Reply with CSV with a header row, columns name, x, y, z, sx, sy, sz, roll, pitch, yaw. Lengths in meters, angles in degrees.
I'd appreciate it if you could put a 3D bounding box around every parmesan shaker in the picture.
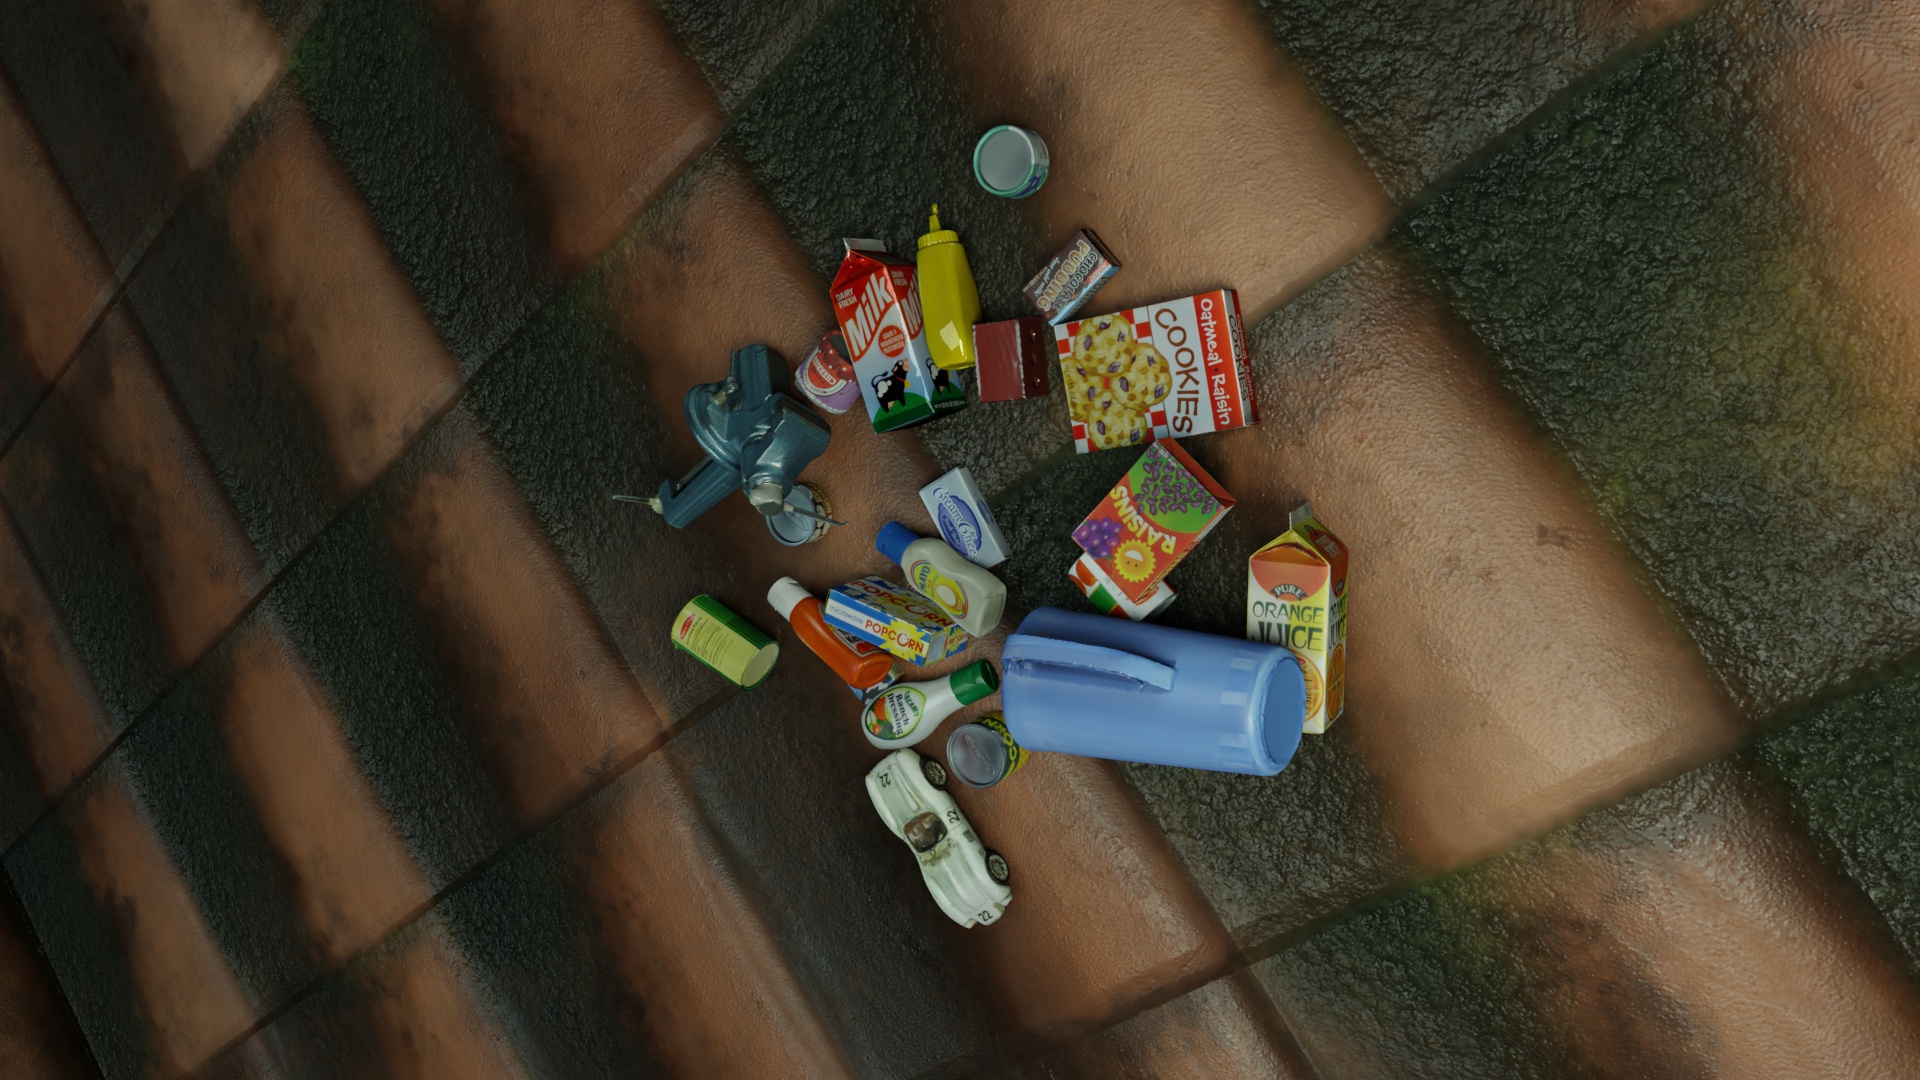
name,x,y,z,sx,sy,sz,roll,pitch,yaw
parmesan shaker,-0.259,0.115,1.532,0.103,0.071,0.071,31,112,20

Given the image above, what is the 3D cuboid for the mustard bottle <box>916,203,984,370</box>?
name,x,y,z,sx,sy,sz,roll,pitch,yaw
mustard bottle,-0.013,-0.246,1.343,0.049,0.065,0.160,-12,87,24

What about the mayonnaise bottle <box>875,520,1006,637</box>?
name,x,y,z,sx,sy,sz,roll,pitch,yaw
mayonnaise bottle,-0.021,0.033,1.377,0.148,0.041,0.064,35,133,28

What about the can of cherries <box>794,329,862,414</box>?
name,x,y,z,sx,sy,sz,roll,pitch,yaw
can of cherries,-0.126,-0.171,1.409,0.071,0.072,0.058,50,117,13

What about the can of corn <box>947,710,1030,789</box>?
name,x,y,z,sx,sy,sz,roll,pitch,yaw
can of corn,0.031,0.207,1.393,0.071,0.058,0.071,5,101,28

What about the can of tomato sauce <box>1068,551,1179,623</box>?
name,x,y,z,sx,sy,sz,roll,pitch,yaw
can of tomato sauce,0.151,0.042,1.298,0.083,0.071,0.071,49,117,14

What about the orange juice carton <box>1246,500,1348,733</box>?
name,x,y,z,sx,sy,sz,roll,pitch,yaw
orange juice carton,0.295,0.065,1.218,0.073,0.072,0.192,5,101,28

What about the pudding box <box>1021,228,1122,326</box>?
name,x,y,z,sx,sy,sz,roll,pitch,yaw
pudding box,0.104,-0.244,1.296,0.083,0.030,0.050,-43,78,27

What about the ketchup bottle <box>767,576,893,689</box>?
name,x,y,z,sx,sy,sz,roll,pitch,yaw
ketchup bottle,-0.140,0.094,1.439,0.149,0.065,0.043,38,108,27

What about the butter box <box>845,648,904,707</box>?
name,x,y,z,sx,sy,sz,roll,pitch,yaw
butter box,-0.110,0.121,1.476,0.103,0.024,0.053,50,117,12

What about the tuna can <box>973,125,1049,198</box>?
name,x,y,z,sx,sy,sz,roll,pitch,yaw
tuna can,0.046,-0.355,1.308,0.071,0.033,0.071,5,100,28

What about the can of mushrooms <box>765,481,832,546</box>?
name,x,y,z,sx,sy,sz,roll,pitch,yaw
can of mushrooms,-0.171,-0.030,1.479,0.071,0.033,0.071,5,100,29

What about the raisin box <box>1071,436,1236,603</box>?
name,x,y,z,sx,sy,sz,roll,pitch,yaw
raisin box,0.169,-0.018,1.224,0.086,0.040,0.123,47,117,13

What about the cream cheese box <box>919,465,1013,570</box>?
name,x,y,z,sx,sy,sz,roll,pitch,yaw
cream cheese box,0.005,-0.017,1.390,0.053,0.024,0.104,-31,83,29

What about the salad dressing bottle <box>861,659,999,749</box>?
name,x,y,z,sx,sy,sz,roll,pitch,yaw
salad dressing bottle,-0.031,0.166,1.422,0.147,0.044,0.064,-27,65,22

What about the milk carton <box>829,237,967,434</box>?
name,x,y,z,sx,sy,sz,roll,pitch,yaw
milk carton,-0.067,-0.208,1.371,0.073,0.072,0.190,-18,89,30

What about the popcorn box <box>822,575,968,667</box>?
name,x,y,z,sx,sy,sz,roll,pitch,yaw
popcorn box,-0.064,0.080,1.409,0.127,0.085,0.038,23,108,24

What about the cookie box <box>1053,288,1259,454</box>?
name,x,y,z,sx,sy,sz,roll,pitch,yaw
cookie box,0.178,-0.152,1.265,0.167,0.040,0.123,-8,94,30
